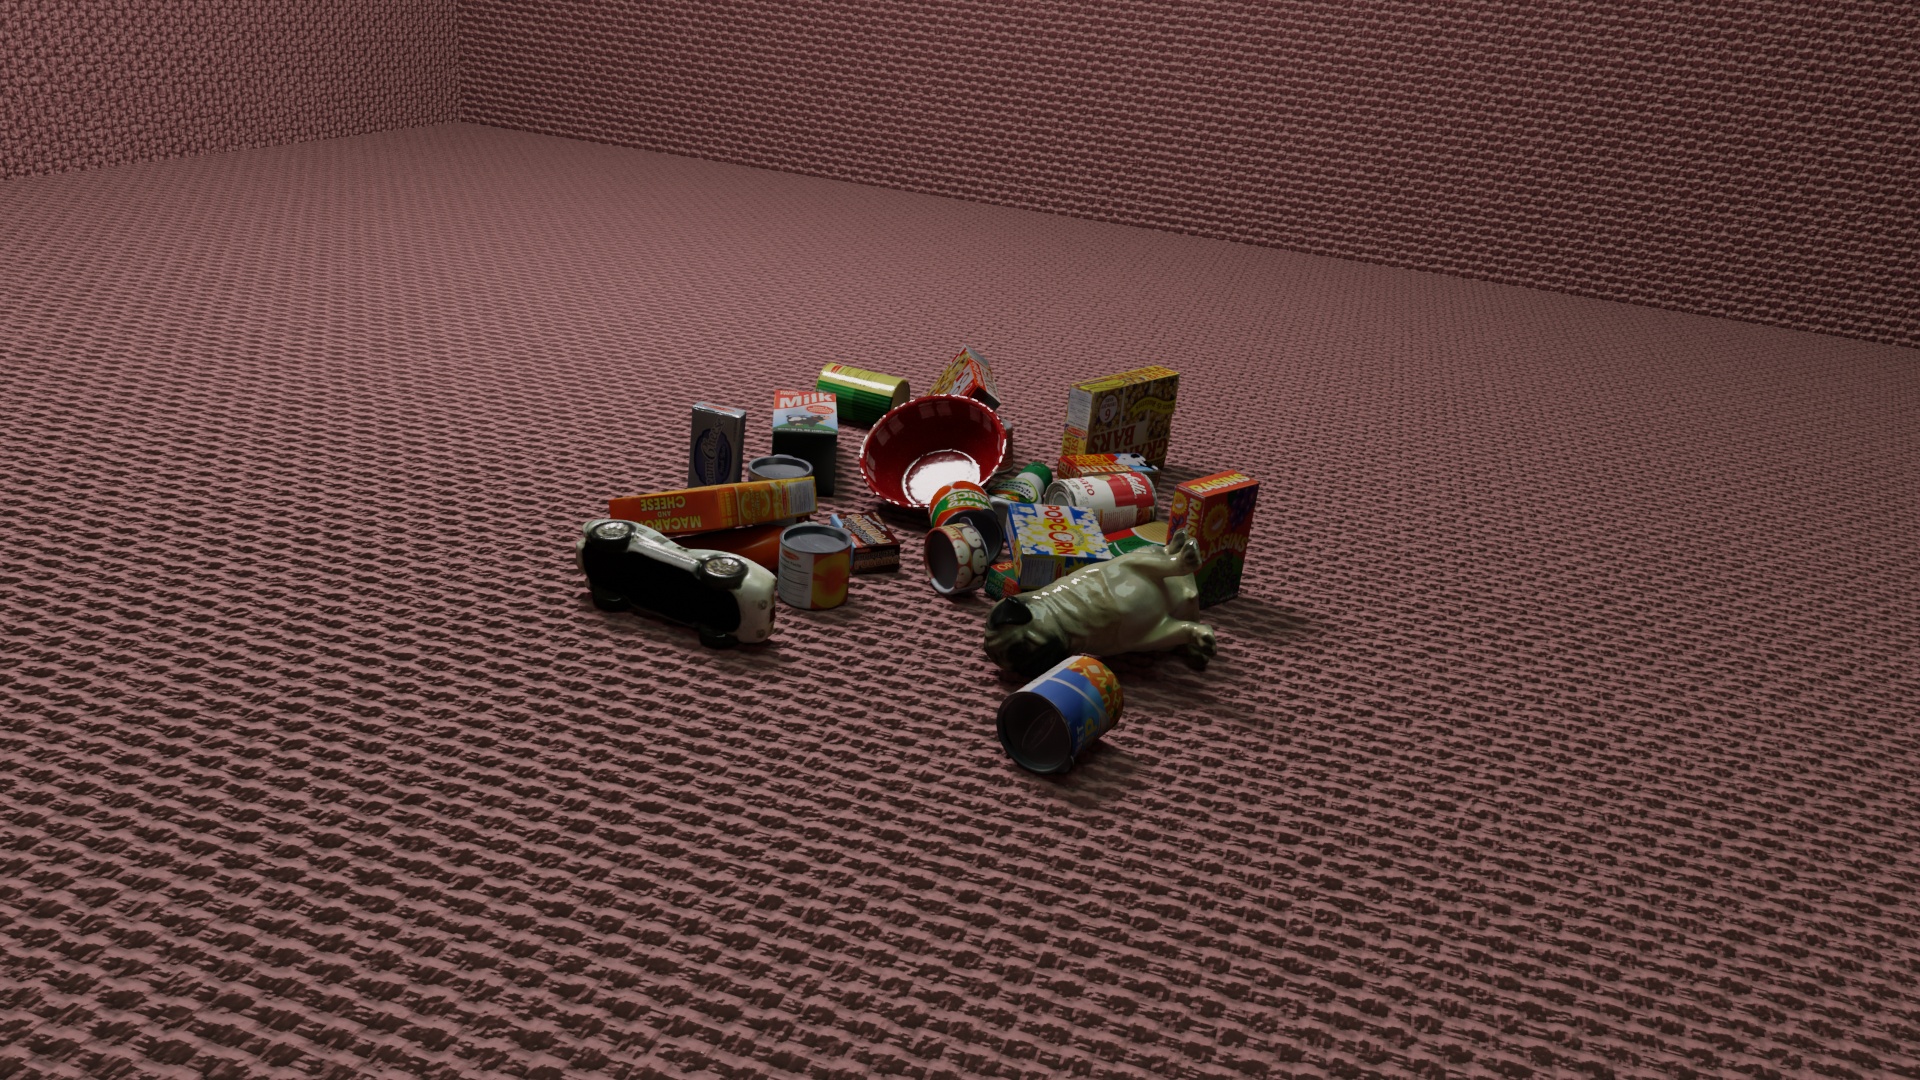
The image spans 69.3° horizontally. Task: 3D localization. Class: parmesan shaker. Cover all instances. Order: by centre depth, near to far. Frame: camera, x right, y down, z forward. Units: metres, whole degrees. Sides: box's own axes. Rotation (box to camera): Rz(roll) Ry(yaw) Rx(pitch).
[{"bbox_3d":[-0.123,-0.179,1.739,0.103,0.071,0.071,15,24,18],"label":"parmesan shaker"}]

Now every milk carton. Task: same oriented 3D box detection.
[{"bbox_3d":[-0.178,-0.120,1.577,0.072,0.073,0.191,3,23,-8],"label":"milk carton"}]

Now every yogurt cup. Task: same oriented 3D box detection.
[{"bbox_3d":[0.032,-0.114,1.642,0.072,0.053,0.073,5,24,-2],"label":"yogurt cup"}]

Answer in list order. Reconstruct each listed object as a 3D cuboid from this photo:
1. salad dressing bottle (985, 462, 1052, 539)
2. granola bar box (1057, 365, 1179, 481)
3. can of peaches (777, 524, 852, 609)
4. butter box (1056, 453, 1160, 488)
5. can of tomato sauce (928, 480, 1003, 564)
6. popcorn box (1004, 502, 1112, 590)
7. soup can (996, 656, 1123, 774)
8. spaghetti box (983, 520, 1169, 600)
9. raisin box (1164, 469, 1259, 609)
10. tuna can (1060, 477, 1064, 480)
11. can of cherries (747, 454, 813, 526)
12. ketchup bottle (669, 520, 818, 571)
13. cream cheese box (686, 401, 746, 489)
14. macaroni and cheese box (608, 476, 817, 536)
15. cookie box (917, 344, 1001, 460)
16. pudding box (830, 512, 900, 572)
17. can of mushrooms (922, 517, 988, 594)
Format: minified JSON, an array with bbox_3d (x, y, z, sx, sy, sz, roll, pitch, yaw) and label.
[{"bbox_3d":[0.064,-0.046,1.504,0.064,0.043,0.148,14,24,14],"label":"salad dressing bottle"},{"bbox_3d":[0.188,-0.133,1.636,0.039,0.123,0.166,25,30,38],"label":"granola bar box"},{"bbox_3d":[-0.132,0.024,1.273,0.071,0.057,0.071,5,22,-2],"label":"can of peaches"},{"bbox_3d":[0.164,-0.076,1.536,0.104,0.024,0.053,-4,26,-25],"label":"butter box"},{"bbox_3d":[0.005,-0.017,1.388,0.071,0.071,0.083,2,23,-9],"label":"can of tomato sauce"},{"bbox_3d":[0.091,0.006,1.319,0.085,0.038,0.127,4,23,-6],"label":"popcorn box"},{"bbox_3d":[0.079,0.134,1.062,0.071,0.071,0.084,20,26,30],"label":"soup can"},{"bbox_3d":[0.132,0.023,1.380,0.251,0.028,0.050,-14,31,-39],"label":"spaghetti box"},{"bbox_3d":[0.238,0.001,1.338,0.086,0.122,0.040,-14,30,-39],"label":"raisin box"},{"bbox_3d":[0.145,-0.054,1.556,0.071,0.032,0.071,5,23,-2],"label":"tuna can"},{"bbox_3d":[-0.185,-0.050,1.430,0.071,0.058,0.072,4,23,-2],"label":"can of cherries"},{"bbox_3d":[-0.199,0.009,1.305,0.149,0.043,0.065,-10,20,-35],"label":"ketchup bottle"},{"bbox_3d":[-0.254,-0.088,1.444,0.053,0.103,0.024,12,20,11],"label":"cream cheese box"},{"bbox_3d":[-0.230,-0.032,1.315,0.123,0.040,0.167,-4,5,25],"label":"macaroni and cheese box"},{"bbox_3d":[-0.012,-0.150,1.627,0.040,0.122,0.168,34,17,-17],"label":"cookie box"},{"bbox_3d":[-0.095,0.001,1.369,0.050,0.030,0.084,-4,25,-20],"label":"pudding box"},{"bbox_3d":[-0.005,0.015,1.309,0.033,0.070,0.071,-11,28,-31],"label":"can of mushrooms"}]
